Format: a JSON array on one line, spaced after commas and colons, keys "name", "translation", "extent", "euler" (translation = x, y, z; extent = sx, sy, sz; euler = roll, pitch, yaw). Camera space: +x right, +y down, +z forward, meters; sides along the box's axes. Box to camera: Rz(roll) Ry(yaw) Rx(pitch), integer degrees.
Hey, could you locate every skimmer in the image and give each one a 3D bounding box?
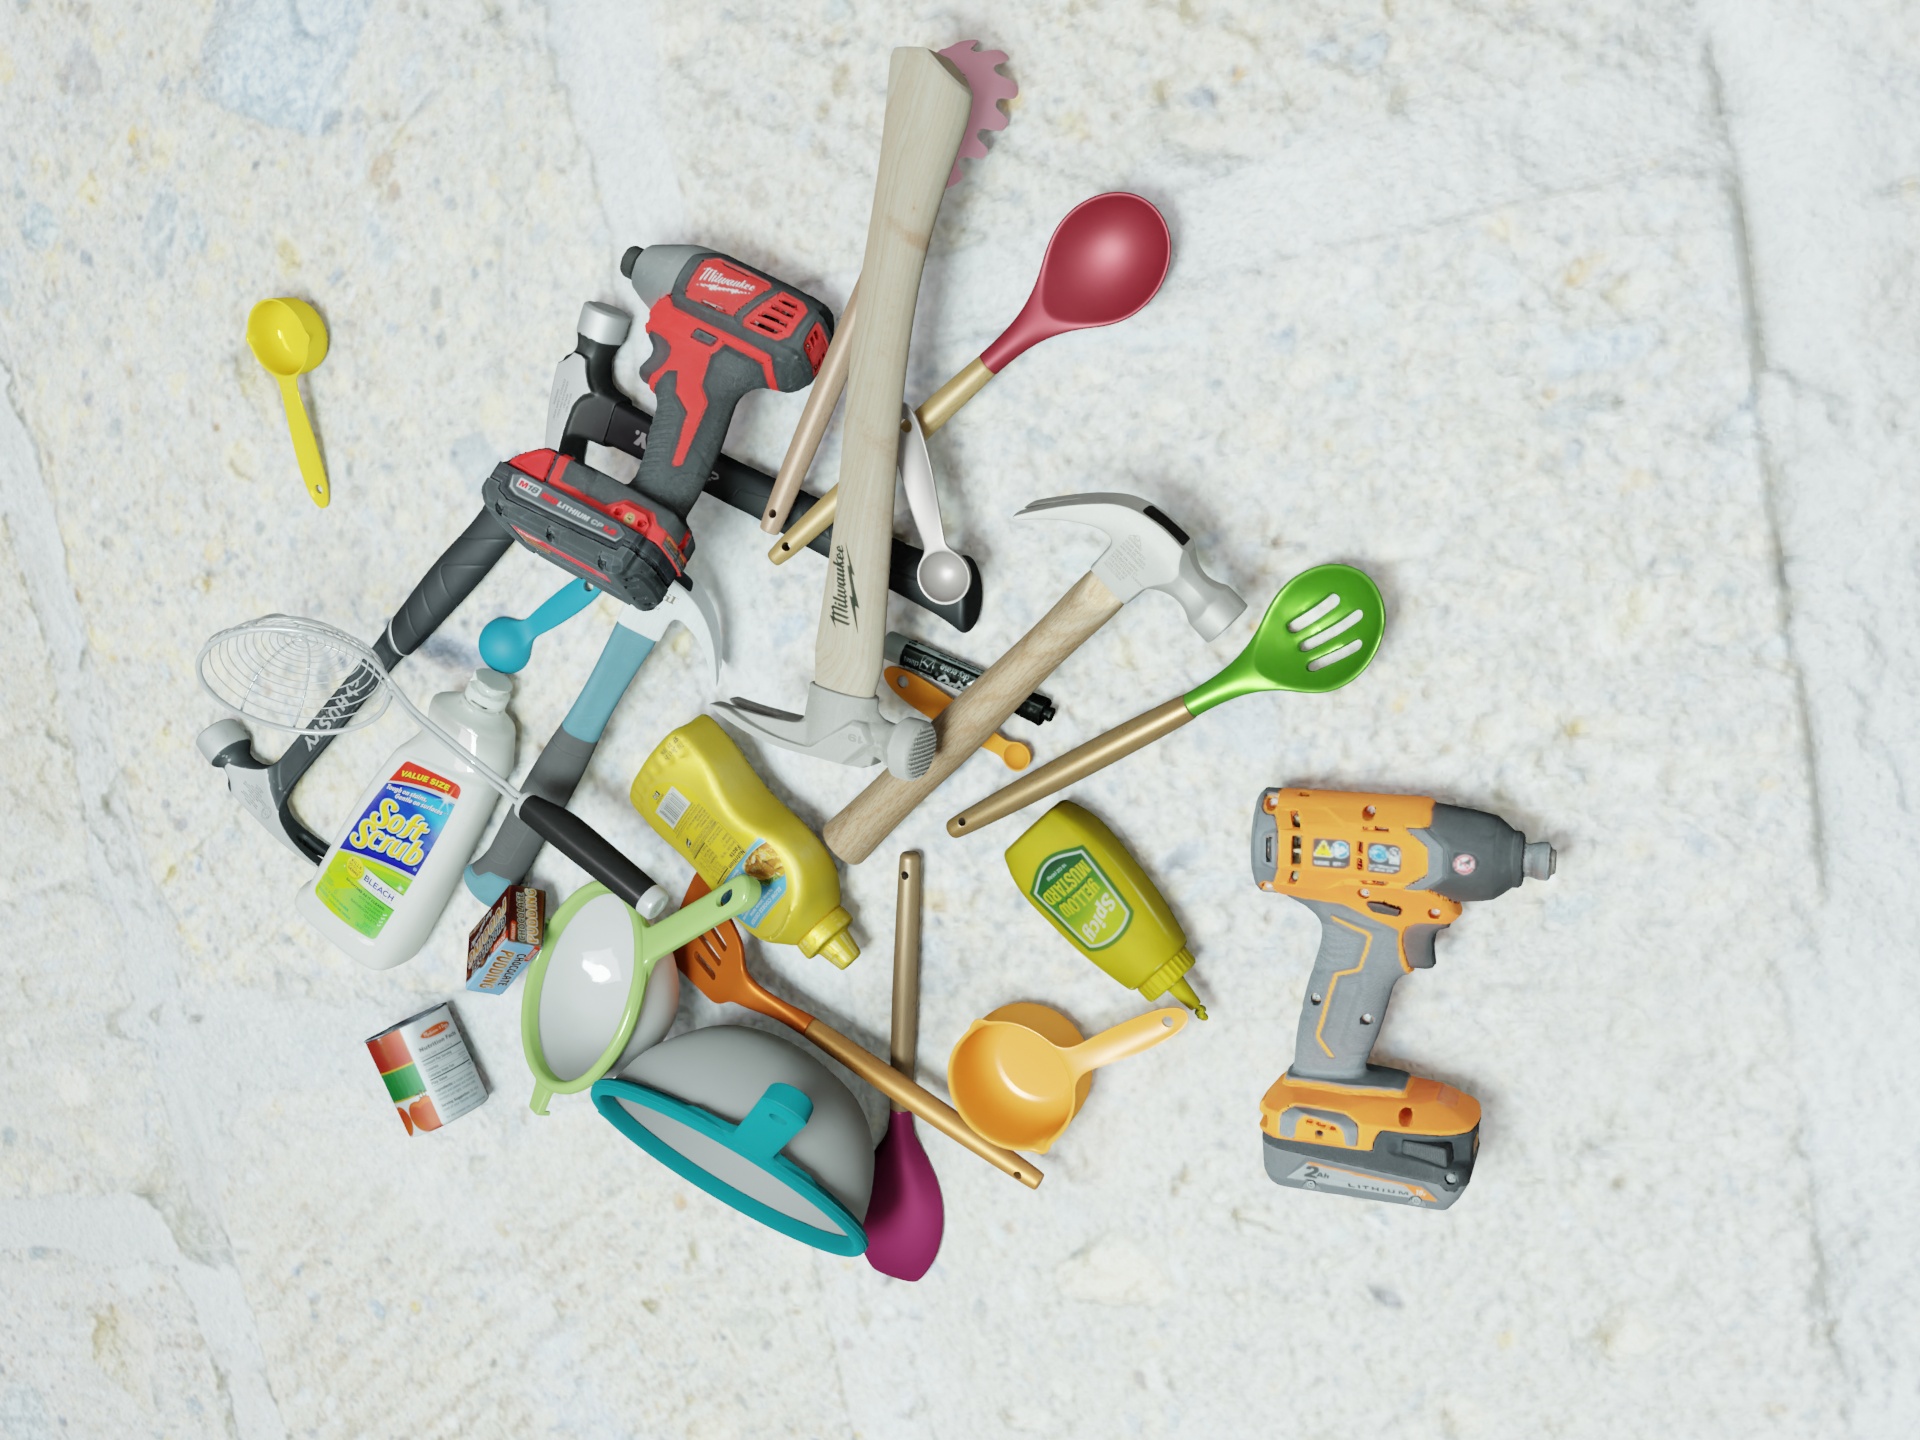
[{"name": "skimmer", "translation": [-0.361, 0.042, 1.082], "extent": [0.363, 0.090, 0.127], "euler": [35, 147, 15]}]

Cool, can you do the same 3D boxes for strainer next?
[{"name": "strainer", "translation": [-0.207, 0.170, 1.103], "extent": [0.256, 0.069, 0.152], "euler": [-32, 52, 33]}, {"name": "strainer", "translation": [-0.119, 0.242, 1.014], "extent": [0.211, 0.095, 0.340], "euler": [32, 152, -1]}]

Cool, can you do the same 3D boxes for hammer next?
[{"name": "hammer", "translation": [-0.272, 0.016, 1.112], "extent": [0.128, 0.033, 0.331], "euler": [26, 122, -17]}, {"name": "hammer", "translation": [-0.132, -0.141, 1.036], "extent": [0.335, 0.035, 0.146], "euler": [28, 111, 16]}, {"name": "hammer", "translation": [-0.060, -0.176, 0.935], "extent": [0.146, 0.038, 0.410], "euler": [14, 105, 24]}, {"name": "hammer", "translation": [-0.427, -0.047, 1.189], "extent": [0.409, 0.036, 0.149], "euler": [-41, 84, 25]}, {"name": "hammer", "translation": [0.017, -0.014, 0.973], "extent": [0.130, 0.031, 0.331], "euler": [47, 123, 1]}]

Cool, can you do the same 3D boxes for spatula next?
[{"name": "spatula", "translation": [-0.078, 0.217, 1.080], "extent": [0.323, 0.041, 0.081], "euler": [31, 115, 17]}]

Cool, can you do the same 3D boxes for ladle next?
[{"name": "ladle", "translation": [-0.002, -0.194, 0.951], "extent": [0.315, 0.031, 0.069], "euler": [-39, 90, 19]}]

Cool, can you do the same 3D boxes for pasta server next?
[{"name": "pasta server", "translation": [-0.054, -0.256, 0.962], "extent": [0.060, 0.040, 0.316], "euler": [30, 108, 15]}]

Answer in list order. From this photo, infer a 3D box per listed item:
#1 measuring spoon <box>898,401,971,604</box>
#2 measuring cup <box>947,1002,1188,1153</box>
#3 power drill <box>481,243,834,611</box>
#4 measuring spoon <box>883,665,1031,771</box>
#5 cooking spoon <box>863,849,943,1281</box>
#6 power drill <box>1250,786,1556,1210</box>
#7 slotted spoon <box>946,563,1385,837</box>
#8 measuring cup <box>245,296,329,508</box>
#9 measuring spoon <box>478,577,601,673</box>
[{"name": "measuring spoon", "translation": [-0.019, -0.131, 0.957], "extent": [0.034, 0.018, 0.124], "euler": [-10, 99, 25]}, {"name": "measuring cup", "translation": [0.075, 0.209, 1.010], "extent": [0.173, 0.052, 0.095], "euler": [-28, 89, 25]}, {"name": "power drill", "translation": [-0.189, -0.192, 0.979], "extent": [0.143, 0.078, 0.220], "euler": [28, 79, 10]}, {"name": "measuring spoon", "translation": [-0.002, -0.003, 1.022], "extent": [0.117, 0.011, 0.021], "euler": [33, 116, 18]}, {"name": "cooking spoon", "translation": [-0.040, 0.241, 1.086], "extent": [0.069, 0.017, 0.318], "euler": [9, 105, 23]}, {"name": "power drill", "translation": [0.249, 0.153, 0.905], "extent": [0.164, 0.084, 0.226], "euler": [2, 98, 23]}, {"name": "slotted spoon", "translation": [0.115, 0.000, 0.954], "extent": [0.314, 0.031, 0.070], "euler": [-30, 71, 26]}, {"name": "measuring cup", "translation": [-0.487, -0.237, 1.186], "extent": [0.062, 0.029, 0.156], "euler": [5, 115, 23]}, {"name": "measuring spoon", "translation": [-0.301, -0.072, 1.133], "extent": [0.128, 0.021, 0.042], "euler": [-29, 89, 28]}]
